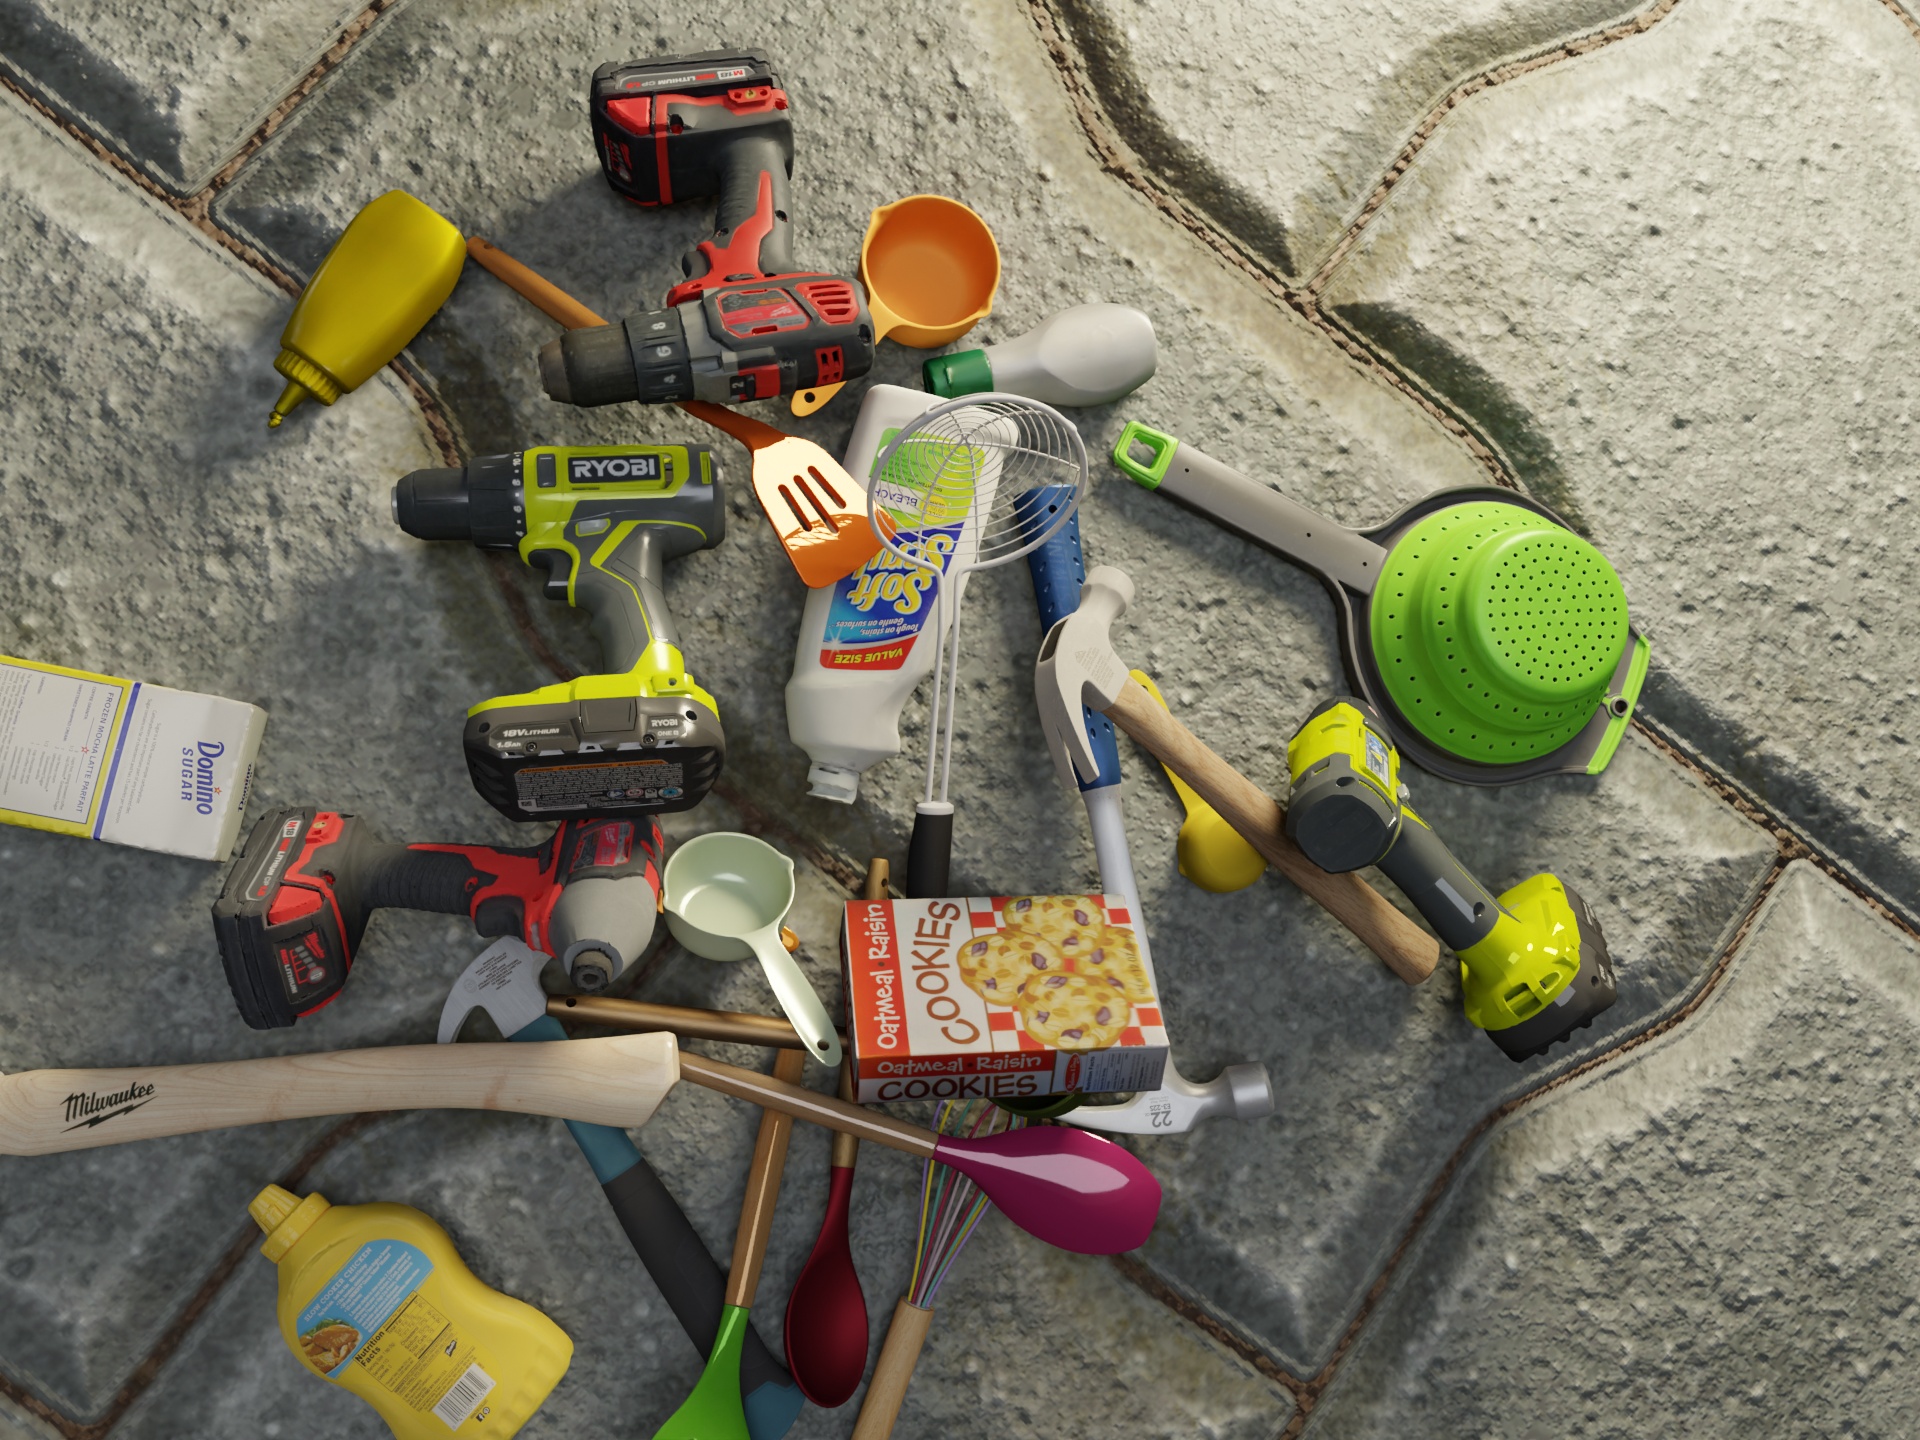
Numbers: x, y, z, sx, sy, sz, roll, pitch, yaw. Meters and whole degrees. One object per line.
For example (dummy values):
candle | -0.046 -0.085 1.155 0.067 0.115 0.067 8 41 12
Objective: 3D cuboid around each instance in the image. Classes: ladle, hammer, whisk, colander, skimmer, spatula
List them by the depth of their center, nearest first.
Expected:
hammer | -0.363 0.192 0.873 0.410 0.038 0.146 -3 83 -3
ladle | -0.075 0.176 0.908 0.320 0.062 0.078 8 51 -5
skimmer | -0.001 -0.003 0.915 0.127 0.090 0.363 2 99 -21
hammer | -0.188 0.272 0.921 0.128 0.033 0.331 -32 90 -13
whisk | -0.014 0.325 0.940 0.047 0.051 0.245 25 83 -47
spatula | -0.177 -0.195 0.944 0.323 0.041 0.081 37 50 15
ladle | -0.067 0.239 0.947 0.069 0.031 0.315 20 72 -50
hammer | 0.175 0.056 0.976 0.331 0.031 0.130 40 56 -14
hammer | 0.083 0.054 0.987 0.144 0.035 0.405 -10 83 0
colander | 0.285 -0.098 1.017 0.397 0.094 0.204 26 80 -6

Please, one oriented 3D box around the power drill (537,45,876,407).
power drill | -0.163 -0.279 0.931 0.188 0.080 0.227 -12 65 -11

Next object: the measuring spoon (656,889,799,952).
measuring spoon | -0.152 0.118 0.957 0.117 0.011 0.021 19 80 -7

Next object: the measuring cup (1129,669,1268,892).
measuring cup | 0.146 0.037 1.009 0.062 0.029 0.156 -27 91 -12

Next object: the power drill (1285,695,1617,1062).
power drill | 0.291 0.085 0.973 0.223 0.171 0.080 44 117 -7

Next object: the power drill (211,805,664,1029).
power drill | -0.275 0.102 0.864 0.219 0.143 0.078 -3 120 -5

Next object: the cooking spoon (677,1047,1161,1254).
cooking spoon | -0.039 0.236 0.909 0.319 0.017 0.069 18 91 0

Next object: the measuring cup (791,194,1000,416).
measuring cup | -0.049 -0.249 1.000 0.095 0.052 0.173 41 80 -3

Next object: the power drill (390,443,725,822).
power drill | -0.225 -0.062 0.904 0.190 0.080 0.229 -3 59 -11

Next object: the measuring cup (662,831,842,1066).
measuring cup | -0.114 0.138 0.912 0.083 0.038 0.168 -18 56 -30

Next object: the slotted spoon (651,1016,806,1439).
slotted spoon | -0.122 0.305 0.903 0.070 0.031 0.314 24 65 -30
